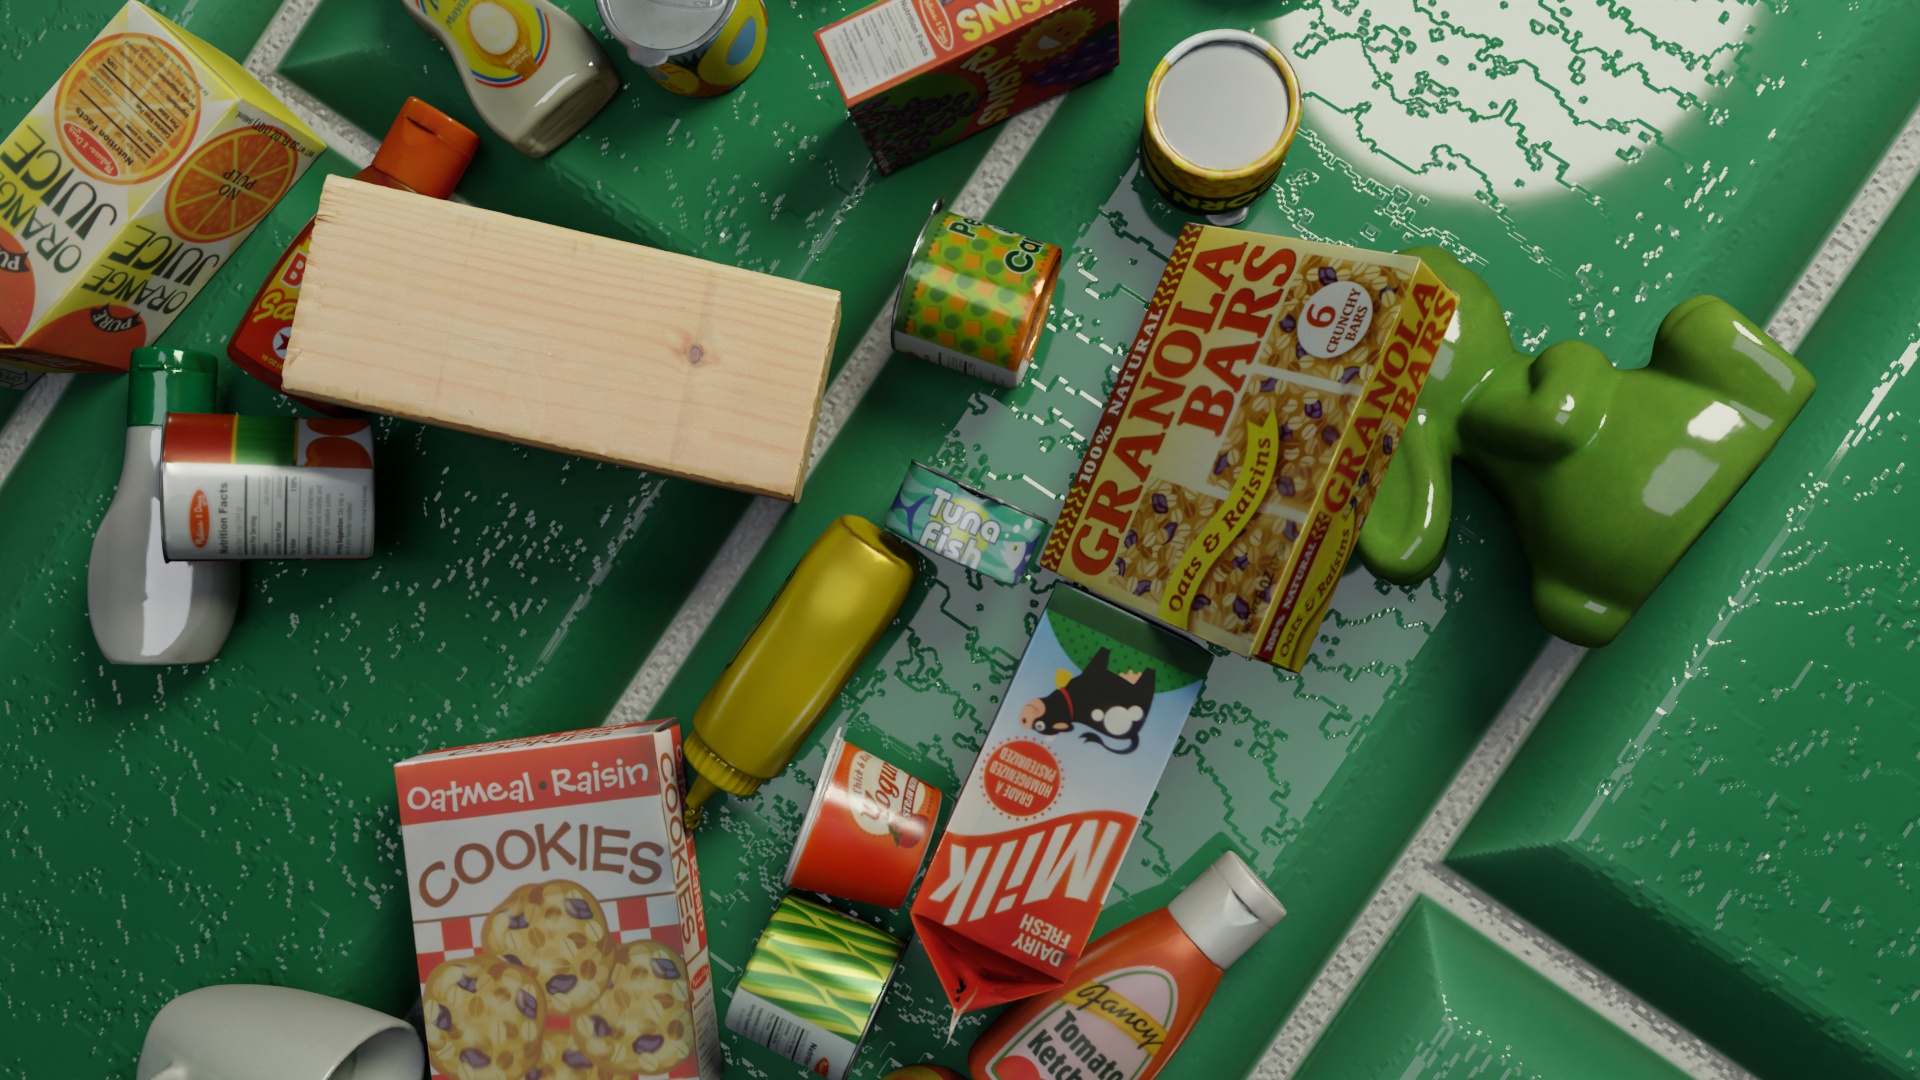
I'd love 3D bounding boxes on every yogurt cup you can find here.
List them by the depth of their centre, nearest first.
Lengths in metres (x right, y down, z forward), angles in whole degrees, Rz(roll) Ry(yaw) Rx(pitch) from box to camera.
[{"bbox_3d":[-0.042,0.127,0.610,0.054,0.072,0.072,21,90,-2],"label":"yogurt cup"}]

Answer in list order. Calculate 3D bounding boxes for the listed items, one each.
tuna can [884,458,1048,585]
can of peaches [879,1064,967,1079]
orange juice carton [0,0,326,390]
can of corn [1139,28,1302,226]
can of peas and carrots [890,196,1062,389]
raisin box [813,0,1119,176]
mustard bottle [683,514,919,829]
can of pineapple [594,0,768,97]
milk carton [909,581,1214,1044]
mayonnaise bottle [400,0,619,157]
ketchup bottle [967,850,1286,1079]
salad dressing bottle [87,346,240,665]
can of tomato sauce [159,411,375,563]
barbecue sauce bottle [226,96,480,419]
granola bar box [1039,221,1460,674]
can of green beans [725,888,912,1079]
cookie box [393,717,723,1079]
[{"bbox_3d":[0.002,-0.008,0.606,0.071,0.071,0.033,24,92,6],"label":"tuna can"},{"bbox_3d":[-0.019,0.268,0.605,0.071,0.058,0.071,0,88,6],"label":"can of peaches"},{"bbox_3d":[-0.401,-0.146,0.648,0.073,0.072,0.192,43,92,5],"label":"orange juice carton"},{"bbox_3d":[0.113,-0.179,0.608,0.071,0.058,0.071,0,88,6],"label":"can of corn"},{"bbox_3d":[0.008,-0.108,0.611,0.059,0.071,0.071,19,90,5],"label":"can of peas and carrots"},{"bbox_3d":[0.007,-0.214,0.605,0.123,0.086,0.040,-24,82,4],"label":"raisin box"},{"bbox_3d":[-0.080,0.063,0.616,0.049,0.065,0.160,36,95,1],"label":"mustard bottle"},{"bbox_3d":[-0.127,-0.241,0.633,0.071,0.058,0.071,0,88,6],"label":"can of pineapple"},{"bbox_3d":[0.036,0.118,0.598,0.073,0.072,0.190,24,91,5],"label":"milk carton"},{"bbox_3d":[-0.228,-0.254,0.651,0.064,0.041,0.148,-40,86,5],"label":"mayonnaise bottle"},{"bbox_3d":[0.076,0.198,0.606,0.149,0.043,0.065,-43,85,2],"label":"ketchup bottle"},{"bbox_3d":[-0.374,-0.016,0.656,0.064,0.044,0.147,1,87,2],"label":"salad dressing bottle"},{"bbox_3d":[-0.309,-0.024,0.624,0.083,0.071,0.071,0,88,-25],"label":"can of tomato sauce"},{"bbox_3d":[-0.278,-0.134,0.650,0.065,0.043,0.148,31,91,2],"label":"barbecue sauce bottle"},{"bbox_3d":[0.116,-0.043,0.579,0.124,0.039,0.165,24,90,47],"label":"granola bar box"},{"bbox_3d":[-0.062,0.194,0.608,0.058,0.071,0.071,24,91,6],"label":"can of green beans"},{"bbox_3d":[-0.182,0.173,0.633,0.123,0.040,0.167,-8,88,5],"label":"cookie box"}]
